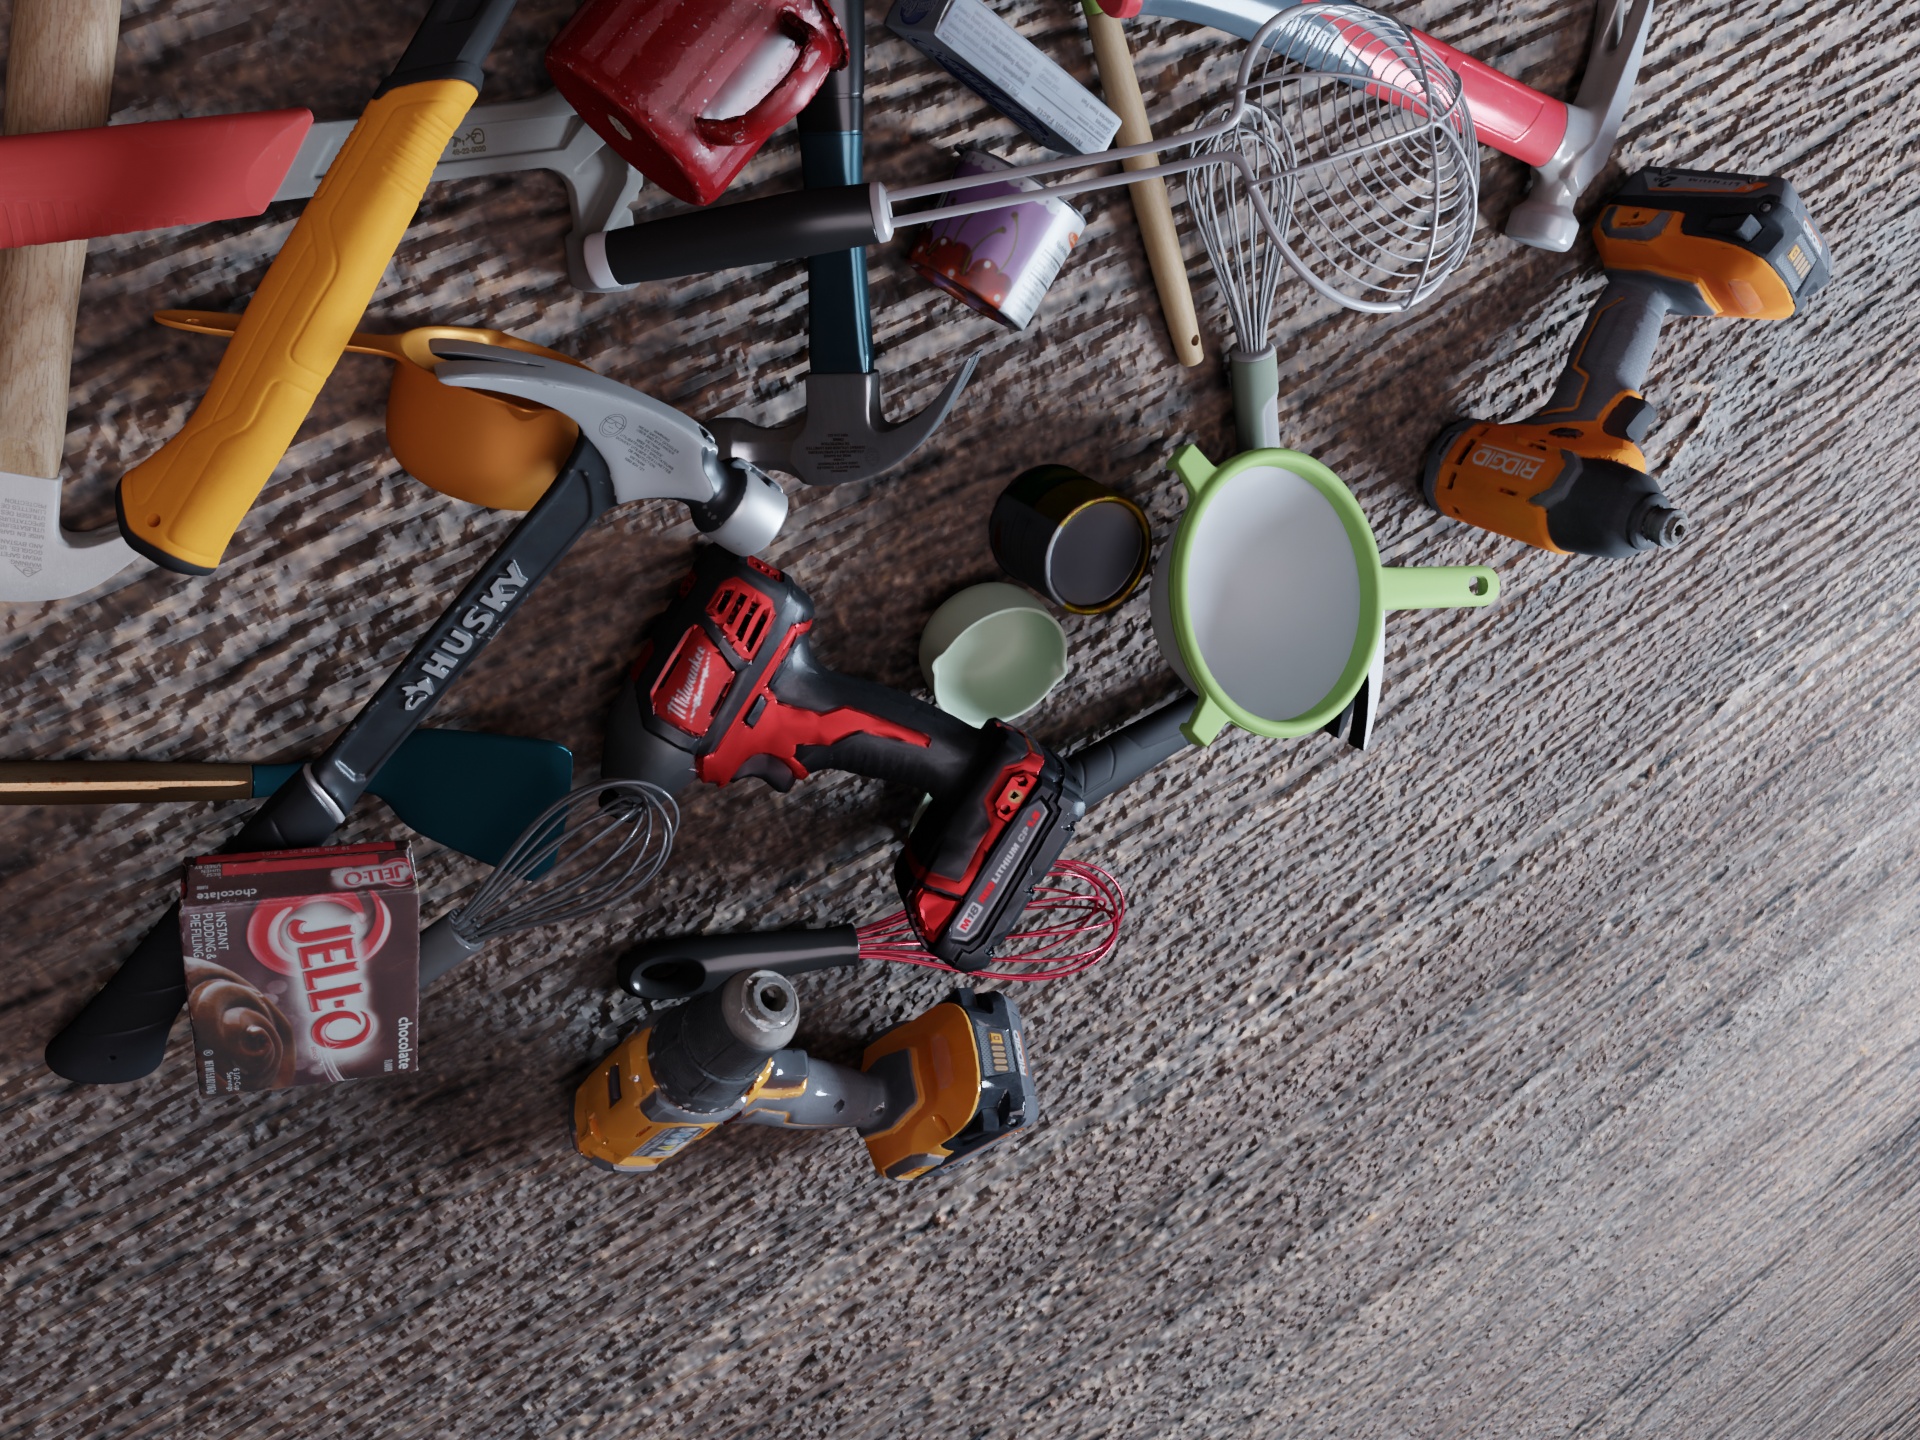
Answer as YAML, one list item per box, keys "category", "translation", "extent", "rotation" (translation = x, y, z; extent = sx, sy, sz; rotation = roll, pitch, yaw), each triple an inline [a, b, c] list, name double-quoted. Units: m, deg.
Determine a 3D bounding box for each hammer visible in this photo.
- category: "hammer"
  translation: [-0.057, -0.265, 0.677]
  extent: [0.128, 0.033, 0.330]
  rotation: [2, 110, 10]
- category: "hammer"
  translation: [-0.191, -0.196, 0.557]
  extent: [0.127, 0.034, 0.337]
  rotation: [32, 94, 7]
- category: "hammer"
  translation: [-0.257, 0.016, 0.659]
  extent: [0.409, 0.036, 0.149]
  rotation: [-45, 133, 15]
- category: "hammer"
  translation: [0.211, -0.341, 0.777]
  extent: [0.386, 0.038, 0.143]
  rotation: [2, 111, -39]
- category: "hammer"
  translation: [-0.329, -0.201, 0.580]
  extent: [0.130, 0.031, 0.331]
  rotation: [7, 109, -31]
- category: "hammer"
  translation: [0.113, 0.014, 0.912]
  extent: [0.335, 0.035, 0.146]
  rotation: [-29, 124, -20]
- category: "hammer"
  translation: [-0.279, -0.204, 0.563]
  extent: [0.359, 0.037, 0.149]
  rotation: [-21, 123, -33]

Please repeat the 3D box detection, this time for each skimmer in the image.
- category: "skimmer"
  translation: [0.032, -0.210, 0.656]
  extent: [0.363, 0.090, 0.127]
  rotation: [-8, 88, 7]

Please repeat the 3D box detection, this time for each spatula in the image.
- category: "spatula"
  translation: [-0.331, 0.032, 0.681]
  extent: [0.317, 0.044, 0.082]
  rotation: [1, 127, -28]

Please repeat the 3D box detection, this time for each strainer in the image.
- category: "strainer"
  translation: [0.194, -0.070, 0.878]
  extent: [0.256, 0.069, 0.151]
  rotation: [-5, 93, -35]

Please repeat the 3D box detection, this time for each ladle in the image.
- category: "ladle"
  translation: [0.080, -0.306, 0.744]
  extent: [0.078, 0.062, 0.319]
  rotation: [-38, 129, -20]

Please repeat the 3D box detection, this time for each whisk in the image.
- category: "whisk"
  translation: [-0.228, 0.098, 0.737]
  extent: [0.239, 0.055, 0.055]
  rotation: [-33, 127, 14]
- category: "whisk"
  translation: [-0.041, 0.122, 0.881]
  extent: [0.295, 0.073, 0.073]
  rotation: [-5, 115, -20]
- category: "whisk"
  translation: [0.155, -0.203, 0.841]
  extent: [0.058, 0.059, 0.246]
  rotation: [-45, 136, -38]

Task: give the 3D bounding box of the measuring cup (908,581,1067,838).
- category: "measuring cup"
  translation: [-0.001, -0.003, 0.861]
  extent: [0.083, 0.038, 0.167]
  rotation: [3, 128, -31]

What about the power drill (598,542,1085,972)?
- category: "power drill"
  translation: [-0.063, 0.026, 0.778]
  extent: [0.219, 0.079, 0.143]
  rotation: [31, 96, -14]

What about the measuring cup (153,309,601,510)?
- category: "measuring cup"
  translation: [-0.229, -0.126, 0.638]
  extent: [0.173, 0.095, 0.052]
  rotation: [4, 119, -28]

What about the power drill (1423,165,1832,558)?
- category: "power drill"
  translation: [0.387, -0.195, 0.902]
  extent: [0.084, 0.164, 0.226]
  rotation: [33, 92, -36]

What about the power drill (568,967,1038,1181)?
- category: "power drill"
  translation: [-0.069, 0.183, 0.835]
  extent: [0.226, 0.084, 0.185]
  rotation: [10, 144, -32]
